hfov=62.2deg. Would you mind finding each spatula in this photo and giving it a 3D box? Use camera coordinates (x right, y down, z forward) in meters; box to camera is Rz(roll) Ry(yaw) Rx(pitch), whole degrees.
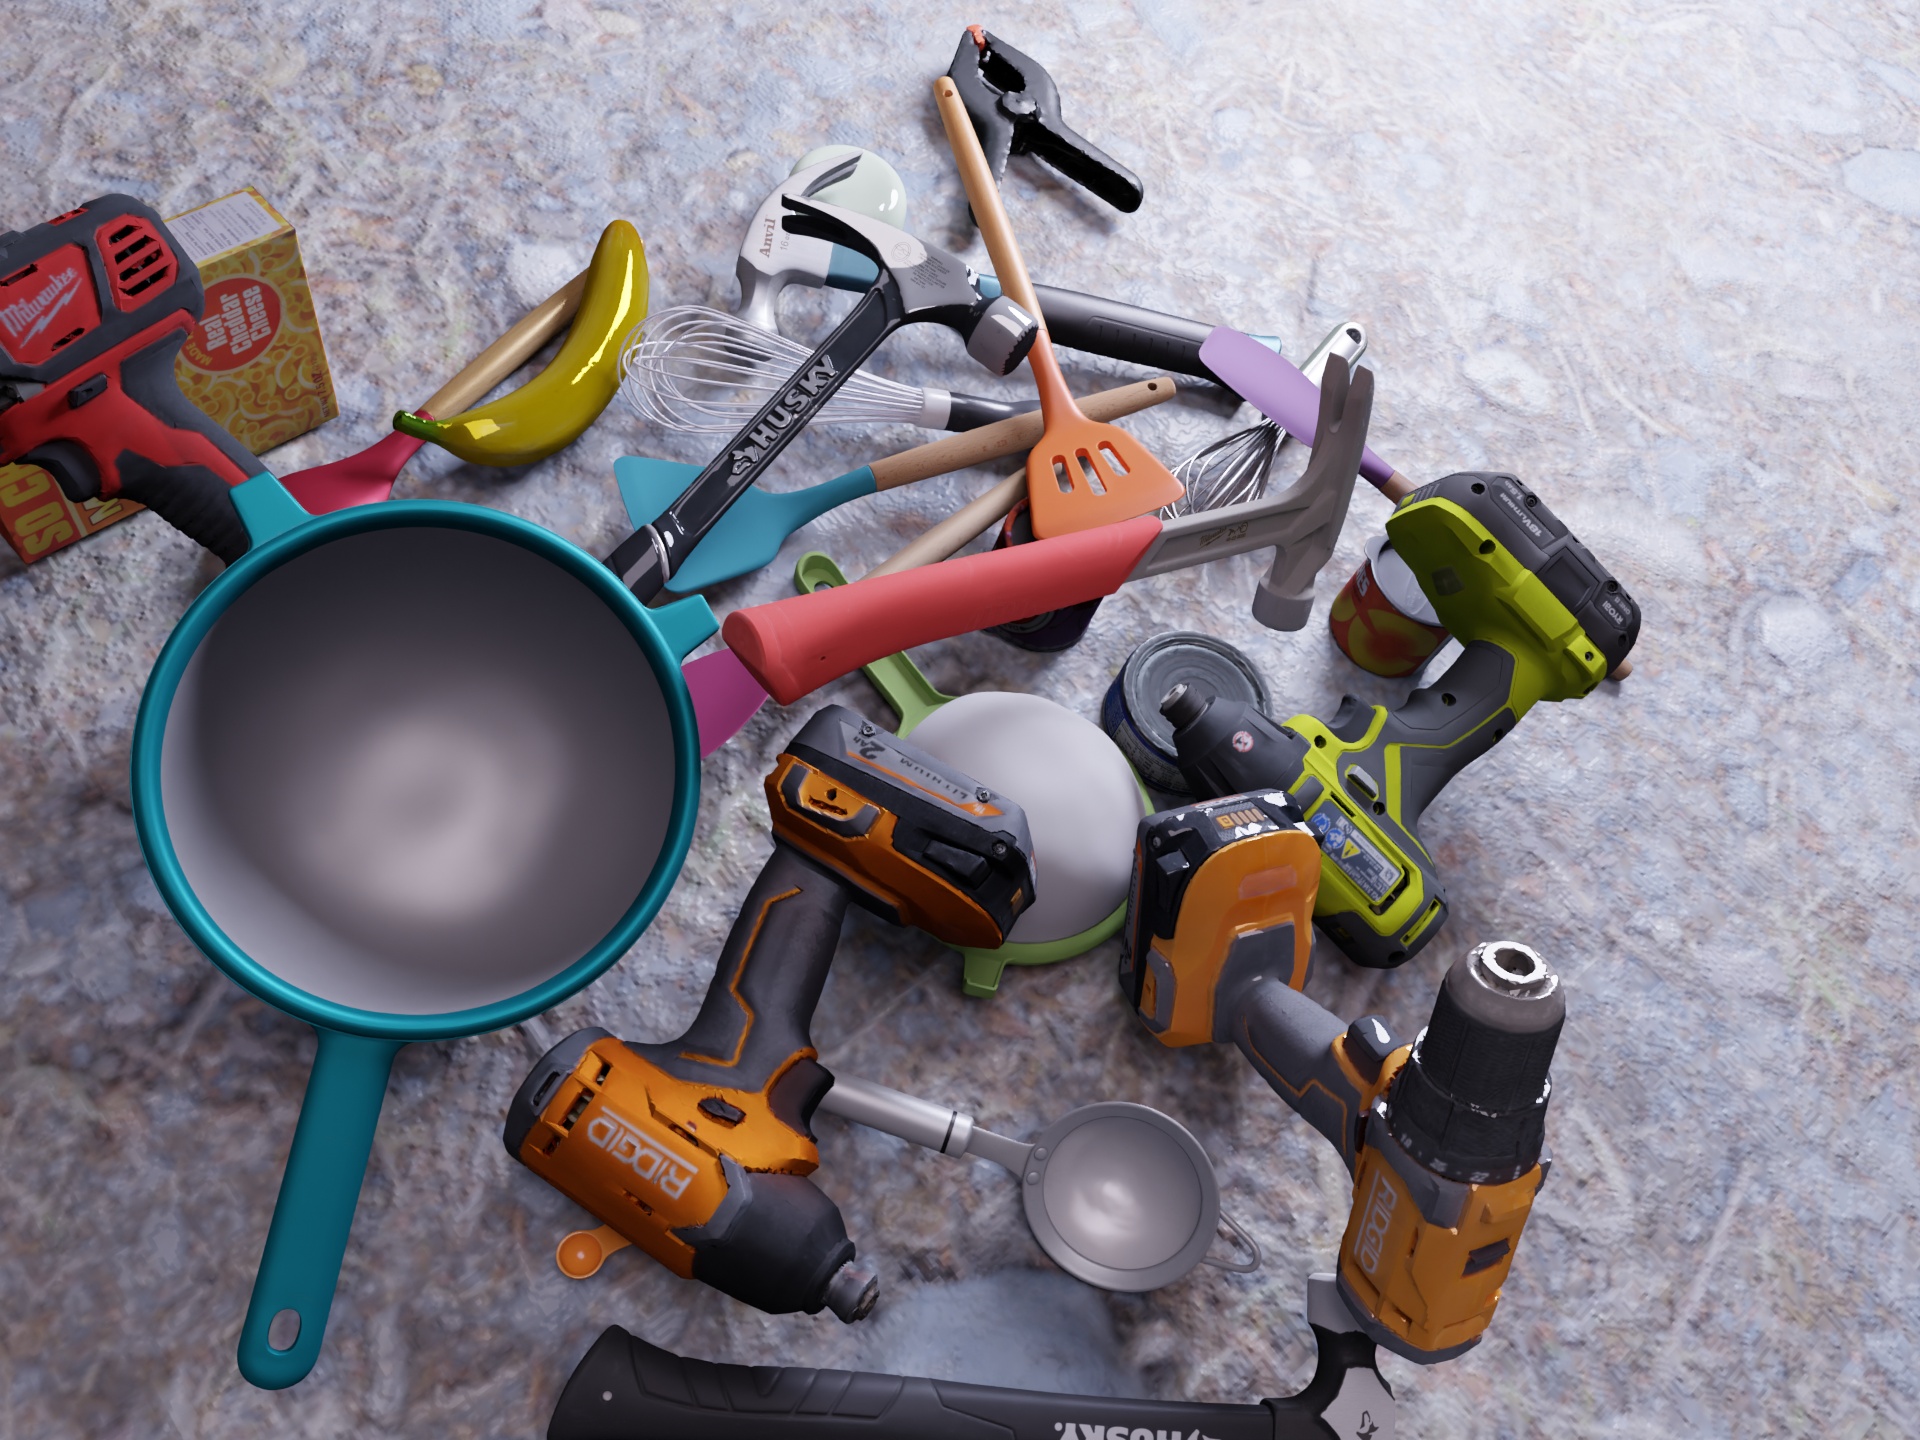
[{"bbox_3d":[0.034,-0.235,0.873,0.081,0.041,0.323,-17,69,-1],"label":"spatula"},{"bbox_3d":[0.267,-0.125,0.923,0.316,0.018,0.060,38,48,-4],"label":"spatula"},{"bbox_3d":[-0.022,-0.141,0.853,0.317,0.044,0.082,-20,72,-15],"label":"spatula"}]

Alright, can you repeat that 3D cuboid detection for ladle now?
[{"bbox_3d":[-0.263,-0.171,0.841,0.069,0.031,0.315,33,57,4],"label":"ladle"}]

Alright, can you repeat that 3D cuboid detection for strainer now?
[{"bbox_3d":[-0.233,0.083,0.645,0.211,0.095,0.340,15,80,-20],"label":"strainer"},{"bbox_3d":[0.007,0.183,0.698,0.258,0.050,0.087,19,101,3],"label":"strainer"},{"bbox_3d":[-0.001,-0.003,0.783,0.151,0.069,0.256,-30,70,-27],"label":"strainer"}]

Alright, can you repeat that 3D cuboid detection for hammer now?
[{"bbox_3d":[-0.139,-0.099,0.775,0.149,0.036,0.409,37,72,7],"label":"hammer"},{"bbox_3d":[0.007,0.285,0.631,0.334,0.035,0.146,7,74,-6],"label":"hammer"},{"bbox_3d":[0.034,-0.243,0.939,0.331,0.033,0.128,10,83,-14],"label":"hammer"},{"bbox_3d":[0.055,-0.079,0.746,0.359,0.149,0.037,-16,39,-34],"label":"hammer"}]

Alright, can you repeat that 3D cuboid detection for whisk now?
[{"bbox_3d":[-0.047,-0.177,0.886,0.284,0.070,0.070,6,60,-18],"label":"whisk"},{"bbox_3d":[0.187,-0.174,0.947,0.058,0.059,0.246,43,54,-2],"label":"whisk"}]

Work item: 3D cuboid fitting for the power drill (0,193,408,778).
[{"bbox_3d":[-0.355,-0.080,0.658,0.188,0.080,0.226,-45,119,-30],"label":"power drill"}]

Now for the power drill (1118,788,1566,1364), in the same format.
[{"bbox_3d":[0.153,0.117,0.652,0.084,0.185,0.226,-11,36,-20],"label":"power drill"}]

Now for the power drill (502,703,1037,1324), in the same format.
[{"bbox_3d":[-0.059,0.123,0.658,0.164,0.084,0.226,29,72,18],"label":"power drill"}]

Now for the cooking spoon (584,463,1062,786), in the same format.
[{"bbox_3d":[-0.053,-0.057,0.791,0.069,0.017,0.319,22,48,38],"label":"cooking spoon"}]

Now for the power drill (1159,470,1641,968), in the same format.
[{"bbox_3d":[0.218,-0.012,0.797,0.171,0.080,0.223,45,77,-6],"label":"power drill"}]

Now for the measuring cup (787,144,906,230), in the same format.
[{"bbox_3d":[-0.034,-0.288,0.957,0.167,0.038,0.083,37,59,10],"label":"measuring cup"}]

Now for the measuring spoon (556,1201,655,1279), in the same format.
[{"bbox_3d":[-0.117,0.203,0.674,0.117,0.011,0.021,-24,63,-29],"label":"measuring spoon"}]
